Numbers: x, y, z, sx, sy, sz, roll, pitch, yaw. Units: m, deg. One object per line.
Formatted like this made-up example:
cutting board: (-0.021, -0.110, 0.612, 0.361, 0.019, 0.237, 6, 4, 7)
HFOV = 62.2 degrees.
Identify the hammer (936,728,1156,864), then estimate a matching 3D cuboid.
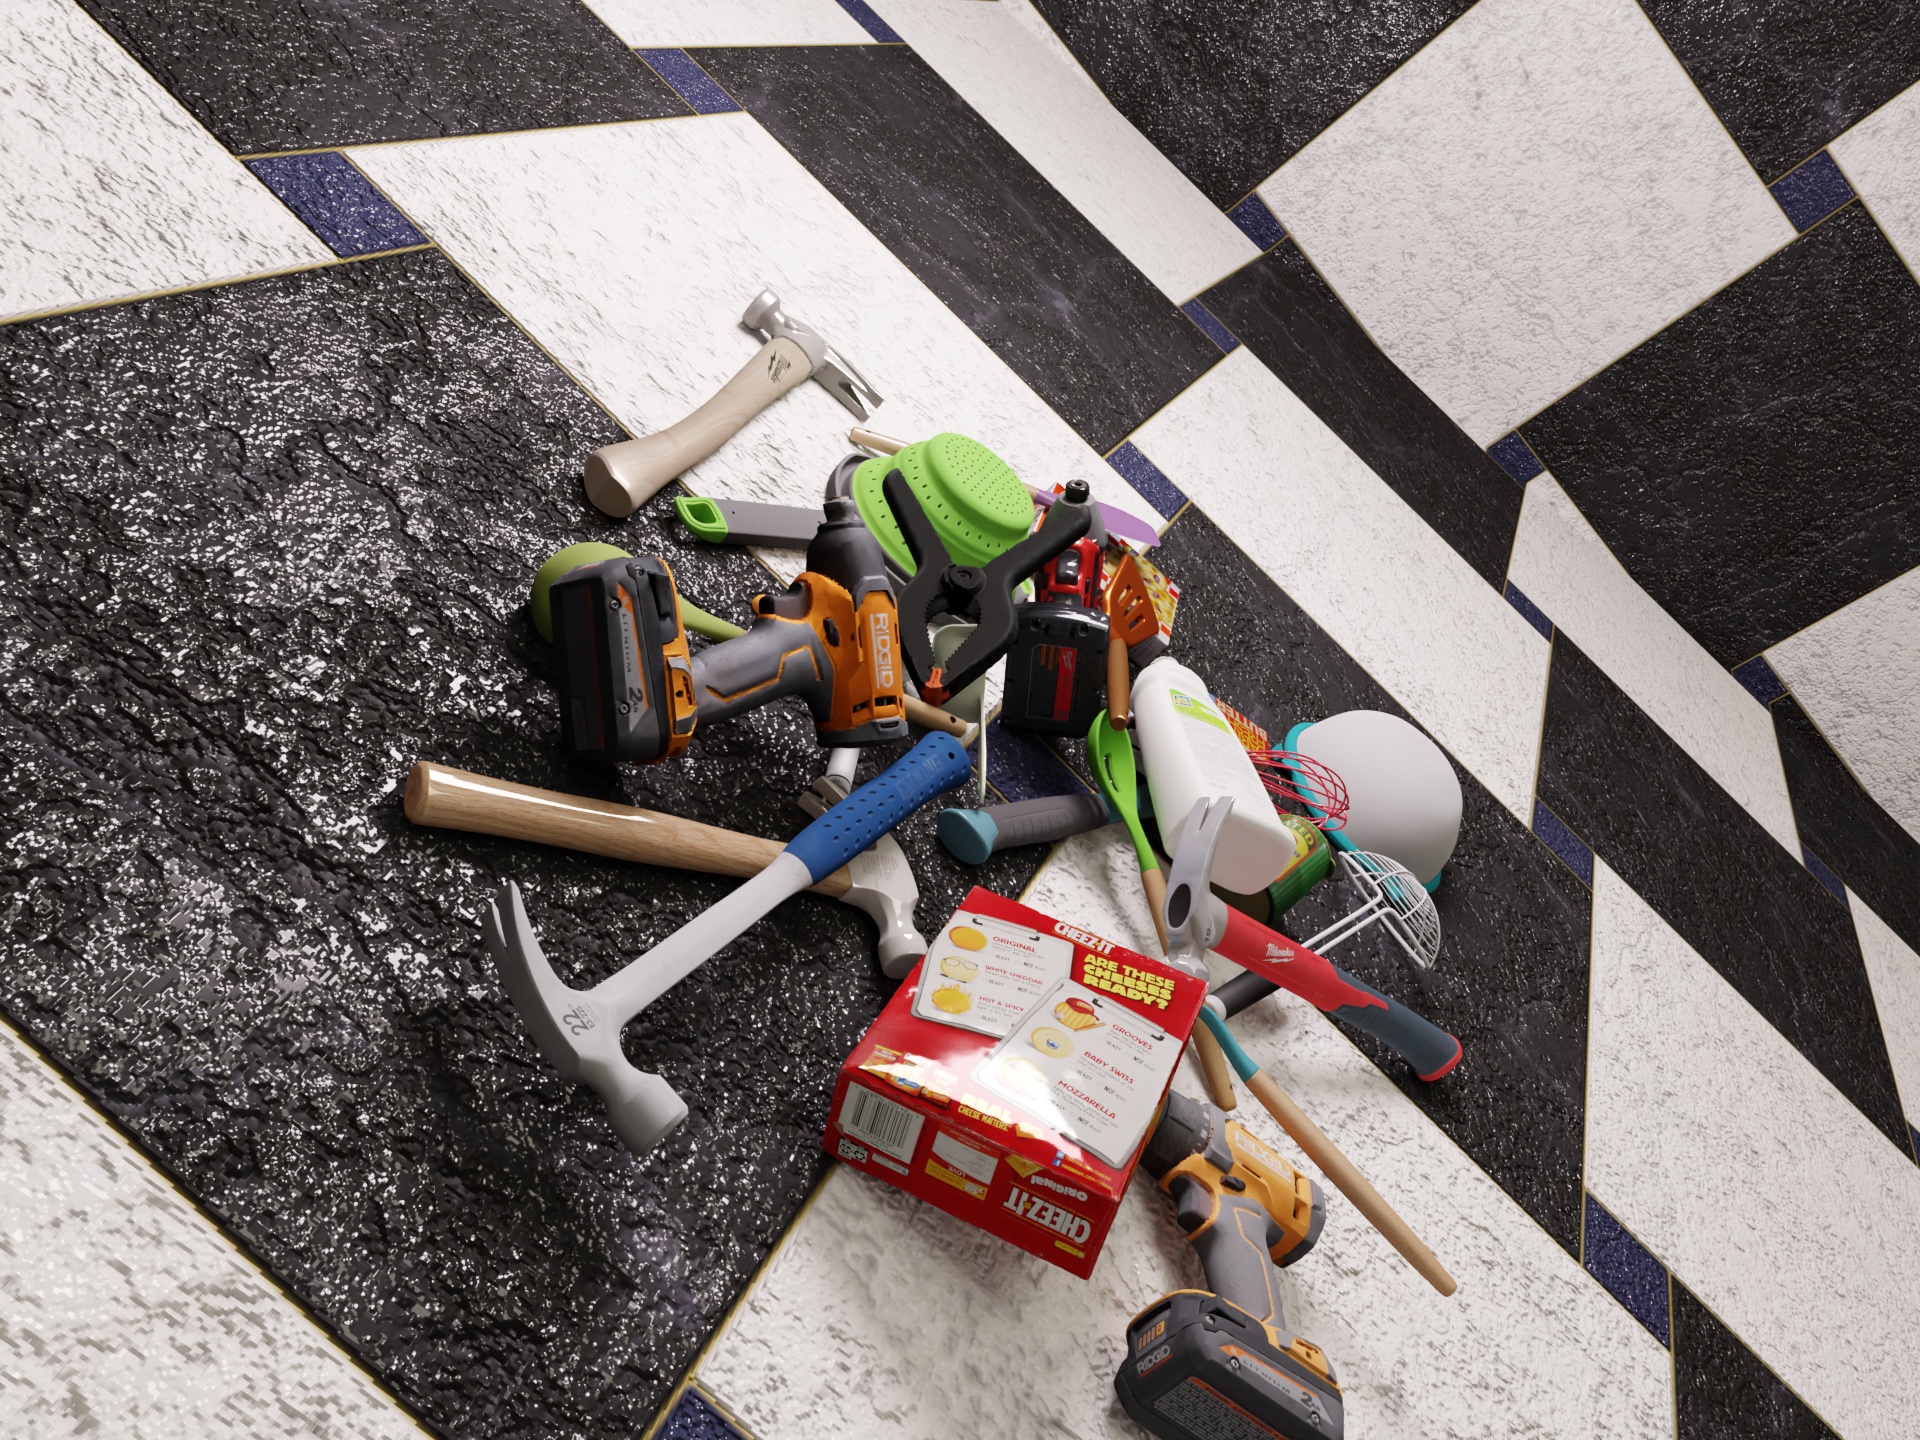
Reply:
hammer: (0.099, 0.072, 1.238, 0.331, 0.033, 0.128, -5, 57, -51)

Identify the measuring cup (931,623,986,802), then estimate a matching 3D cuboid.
measuring cup: (-0.002, -0.004, 1.177, 0.038, 0.083, 0.168, 3, 45, -6)

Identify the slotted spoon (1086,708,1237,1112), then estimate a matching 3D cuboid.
slotted spoon: (0.148, 0.136, 1.181, 0.070, 0.031, 0.314, 24, 45, -57)

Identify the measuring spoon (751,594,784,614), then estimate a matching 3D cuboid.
measuring spoon: (-0.109, -0.093, 1.199, 0.117, 0.011, 0.021, -14, 62, -45)

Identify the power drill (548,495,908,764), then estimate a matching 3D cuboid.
power drill: (-0.133, -0.057, 0.985, 0.226, 0.084, 0.164, -7, 93, -41)

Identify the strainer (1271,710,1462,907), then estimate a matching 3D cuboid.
strainer: (0.462, 0.049, 1.627, 0.211, 0.095, 0.340, 51, 33, 12)

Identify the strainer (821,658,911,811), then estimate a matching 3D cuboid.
strainer: (-0.070, -0.021, 1.149, 0.087, 0.050, 0.259, 20, 39, -8)

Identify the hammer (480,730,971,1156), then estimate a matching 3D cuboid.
hammer: (-0.105, 0.086, 0.921, 0.144, 0.035, 0.405, 48, 33, 4)

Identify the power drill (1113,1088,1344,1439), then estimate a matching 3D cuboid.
power drill: (0.143, 0.317, 0.955, 0.185, 0.084, 0.226, 37, 27, -12)

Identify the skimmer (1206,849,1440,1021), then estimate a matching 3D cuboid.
skimmer: (0.290, 0.195, 1.318, 0.363, 0.090, 0.127, -18, 66, -45)

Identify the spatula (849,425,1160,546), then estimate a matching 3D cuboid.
spatula: (0.045, -0.218, 1.476, 0.315, 0.018, 0.060, 15, 33, -20)

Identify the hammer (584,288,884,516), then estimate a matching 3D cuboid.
hammer: (-0.182, -0.243, 1.286, 0.146, 0.038, 0.411, 41, 31, -7)

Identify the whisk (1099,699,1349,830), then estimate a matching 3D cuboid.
whisk: (0.233, 0.038, 1.416, 0.295, 0.073, 0.073, 21, 38, -24)

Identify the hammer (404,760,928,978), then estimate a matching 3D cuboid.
hammer: (-0.162, 0.071, 0.936, 0.331, 0.031, 0.130, 16, 42, -37)

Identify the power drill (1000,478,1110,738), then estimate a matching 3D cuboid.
power drill: (0.086, -0.097, 1.321, 0.078, 0.143, 0.220, 7, 36, 4)

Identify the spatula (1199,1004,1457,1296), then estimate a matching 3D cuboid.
spatula: (0.205, 0.265, 1.063, 0.318, 0.044, 0.082, 47, -7, 12)

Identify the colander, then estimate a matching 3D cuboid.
colander: (-0.057, -0.175, 1.290, 0.397, 0.094, 0.205, -2, 54, -50)

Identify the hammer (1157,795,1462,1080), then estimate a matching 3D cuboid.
hammer: (0.283, 0.189, 1.225, 0.385, 0.038, 0.143, 30, 66, -39)

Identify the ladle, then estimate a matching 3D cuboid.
ladle: (-0.133, -0.039, 1.066, 0.320, 0.062, 0.078, 22, 48, -31)

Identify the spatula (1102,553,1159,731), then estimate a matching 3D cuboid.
spatula: (0.139, -0.057, 1.323, 0.323, 0.041, 0.081, -76, 143, -69)
